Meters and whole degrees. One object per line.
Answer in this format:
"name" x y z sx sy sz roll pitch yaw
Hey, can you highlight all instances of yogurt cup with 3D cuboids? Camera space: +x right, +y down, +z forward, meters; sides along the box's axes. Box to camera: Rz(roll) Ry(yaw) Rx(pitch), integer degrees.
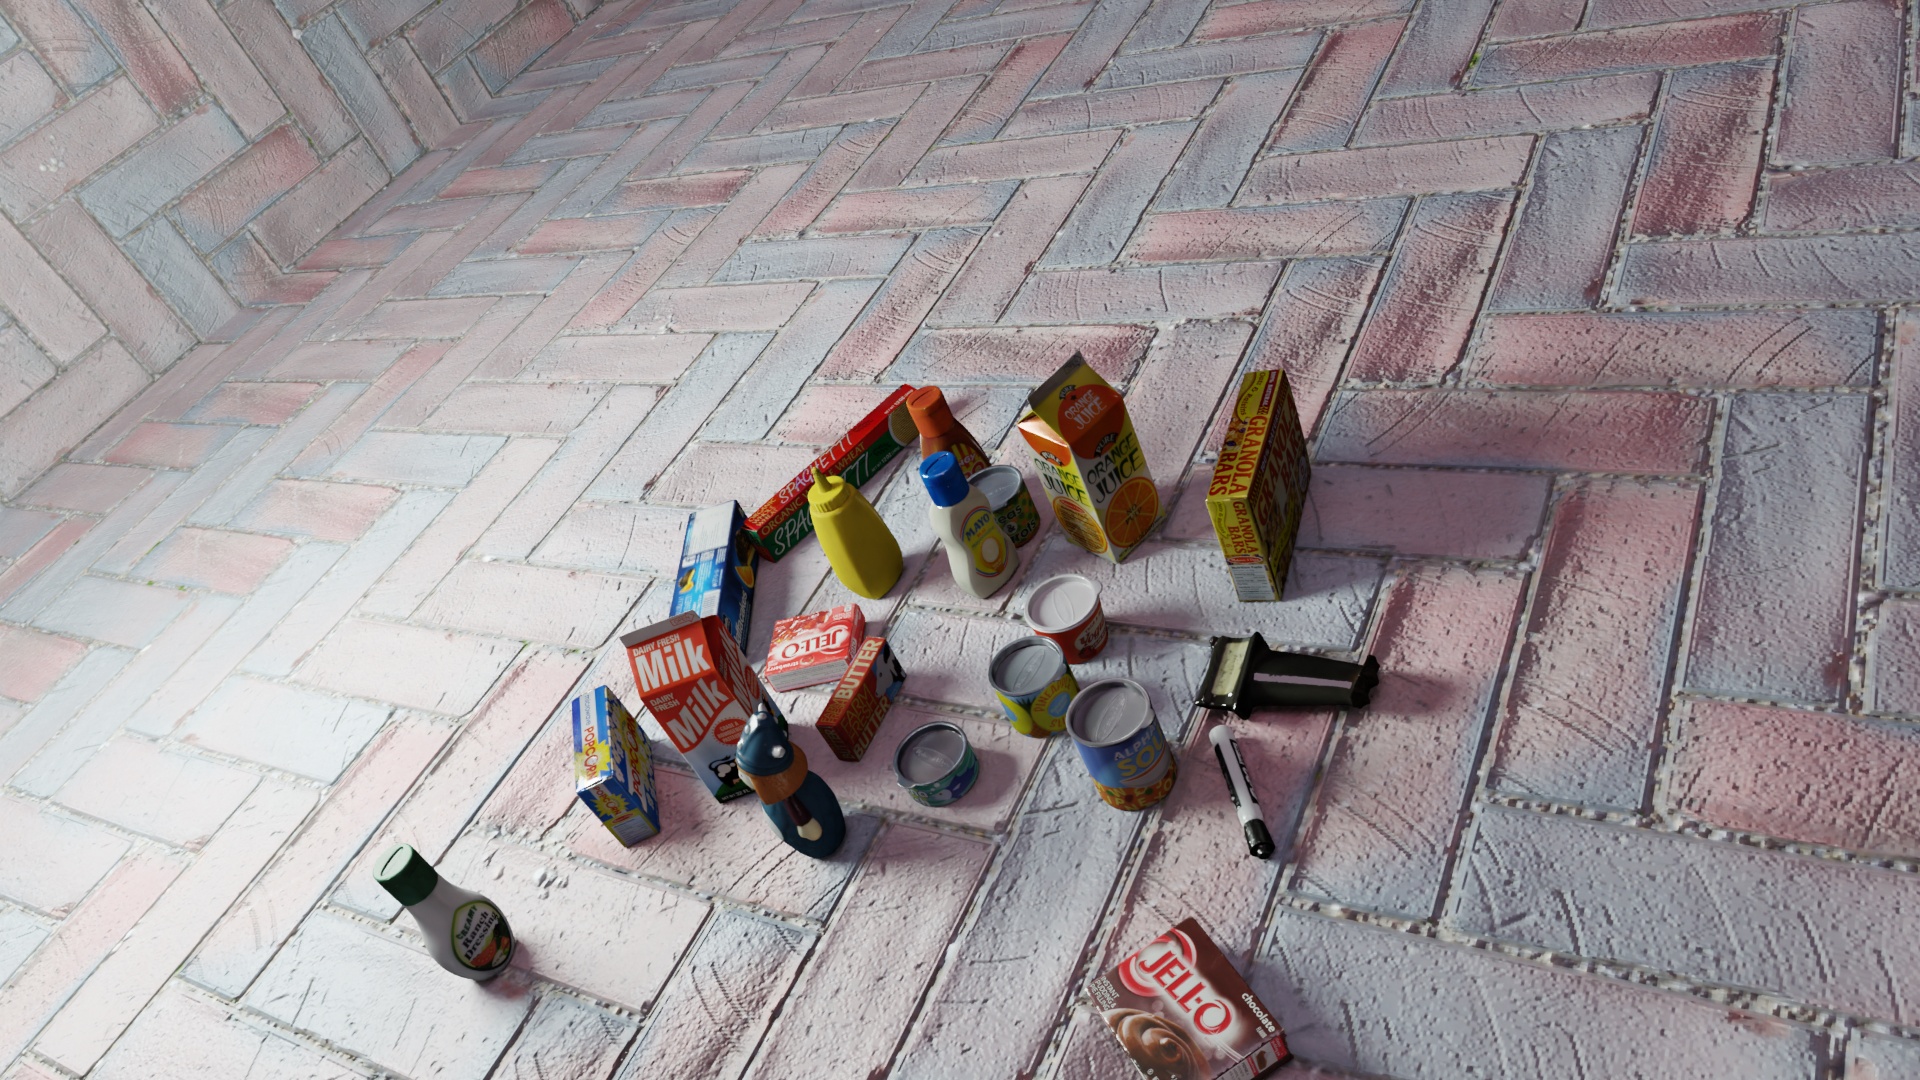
"yogurt cup" 0.095 0.070 1.208 0.072 0.053 0.073 -16 39 13

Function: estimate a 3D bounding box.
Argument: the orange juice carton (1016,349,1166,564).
"orange juice carton" 0.114 -0.077 1.255 0.072 0.191 0.073 -42 40 -19

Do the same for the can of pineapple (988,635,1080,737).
"can of pineapple" 0.064 0.123 1.161 0.071 0.057 0.071 -16 39 13

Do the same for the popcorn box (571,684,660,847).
"popcorn box" -0.313 0.203 1.261 0.038 0.085 0.127 -26 38 1

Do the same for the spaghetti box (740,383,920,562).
"spaghetti box" -0.131 -0.075 1.507 0.251 0.050 0.029 -44 41 -21

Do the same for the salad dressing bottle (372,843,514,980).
"salad dressing bottle" -0.429 0.308 1.153 0.044 0.147 0.064 0 45 30

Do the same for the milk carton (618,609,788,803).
"milk carton" -0.218 0.135 1.200 0.072 0.189 0.074 -21 38 7

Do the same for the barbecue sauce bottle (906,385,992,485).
"barbecue sauce bottle" -0.010 -0.086 1.371 0.065 0.148 0.044 -36 39 -12

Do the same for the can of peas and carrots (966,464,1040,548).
"can of peas and carrots" 0.039 -0.030 1.352 0.071 0.058 0.071 -16 39 13

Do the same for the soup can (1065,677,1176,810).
"soup can" 0.127 0.158 1.065 0.071 0.083 0.072 -16 39 13

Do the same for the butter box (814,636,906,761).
"butter box" -0.087 0.140 1.231 0.024 0.053 0.104 3 46 32

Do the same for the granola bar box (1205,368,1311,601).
"granola bar box" 0.260 -0.048 1.195 0.039 0.123 0.166 -2 44 28

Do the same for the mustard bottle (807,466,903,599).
"mustard bottle" -0.108 -0.015 1.336 0.049 0.159 0.065 12 52 39

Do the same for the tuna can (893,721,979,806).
"tuna can" -0.021 0.188 1.155 0.071 0.032 0.071 -16 39 13

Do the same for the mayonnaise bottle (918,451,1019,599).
"mayonnaise bottle" 0.005 -0.016 1.283 0.065 0.147 0.041 -44 41 -22
